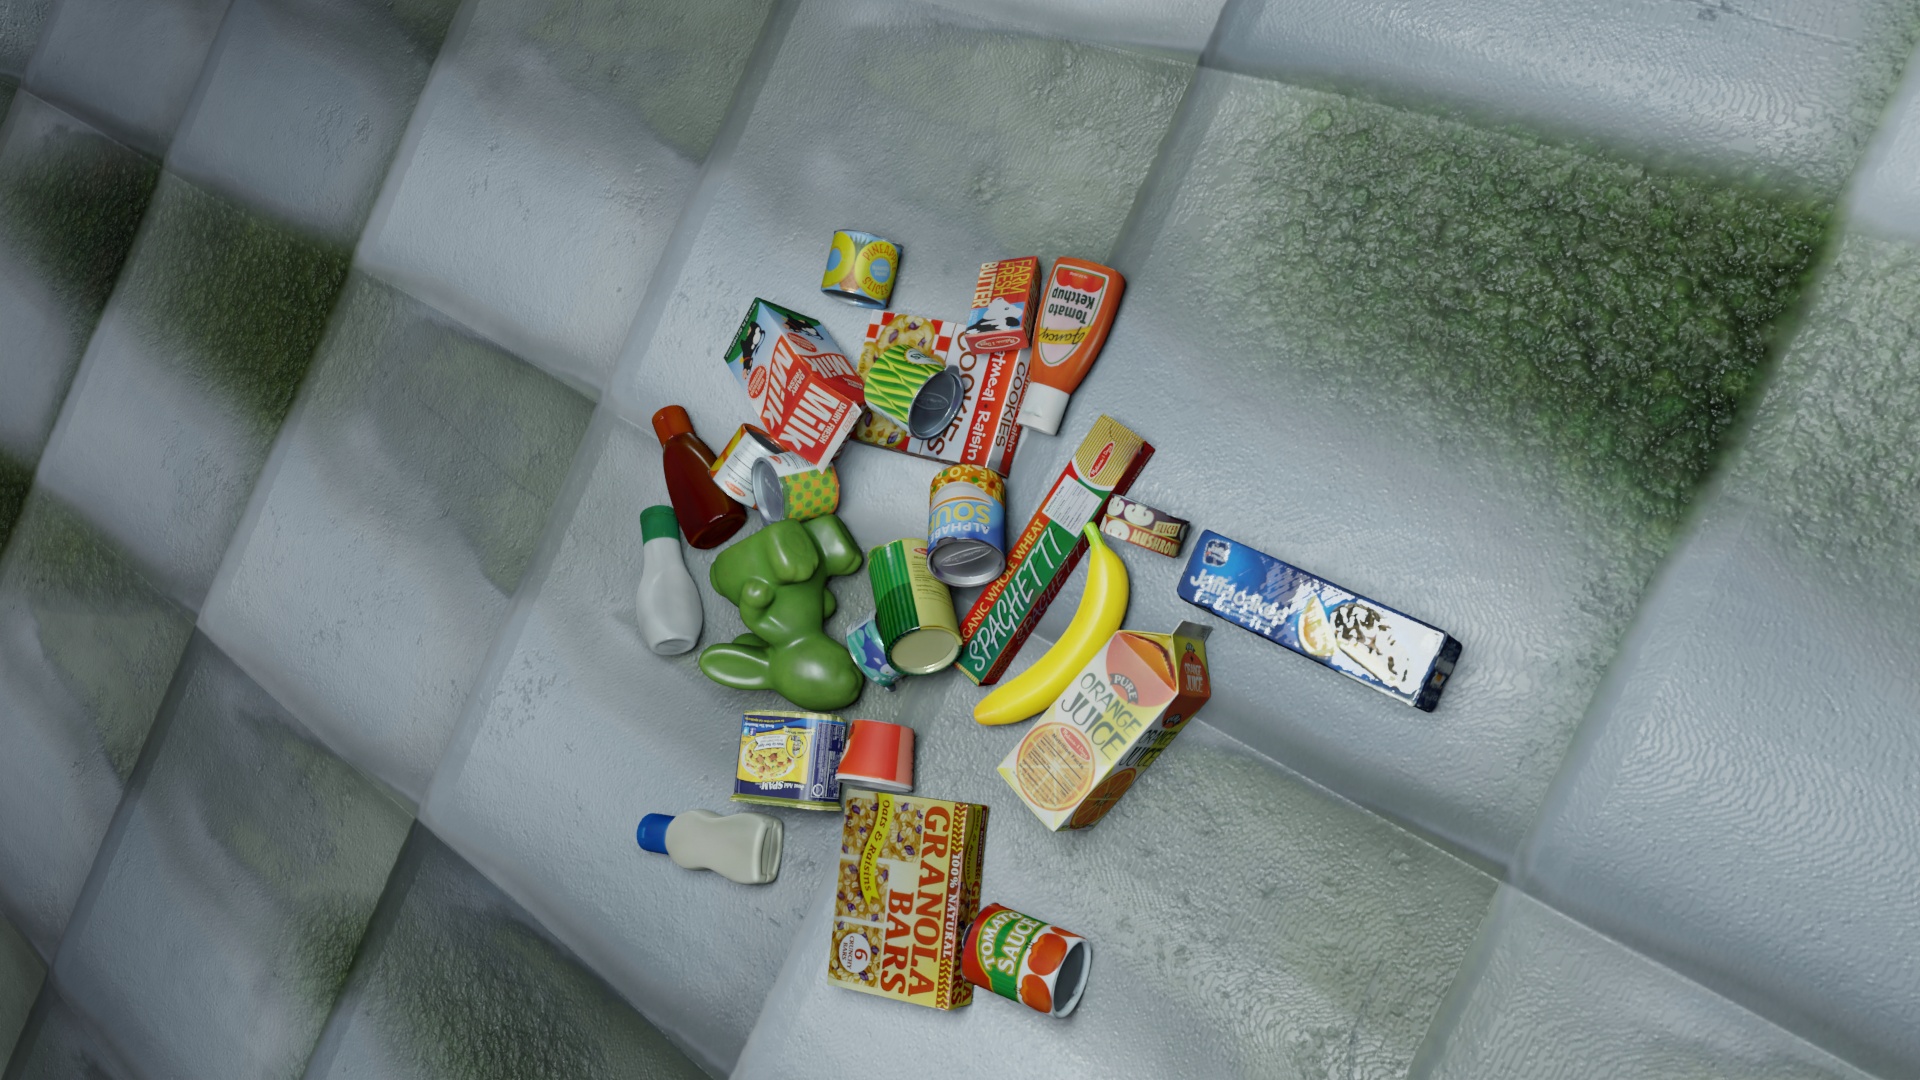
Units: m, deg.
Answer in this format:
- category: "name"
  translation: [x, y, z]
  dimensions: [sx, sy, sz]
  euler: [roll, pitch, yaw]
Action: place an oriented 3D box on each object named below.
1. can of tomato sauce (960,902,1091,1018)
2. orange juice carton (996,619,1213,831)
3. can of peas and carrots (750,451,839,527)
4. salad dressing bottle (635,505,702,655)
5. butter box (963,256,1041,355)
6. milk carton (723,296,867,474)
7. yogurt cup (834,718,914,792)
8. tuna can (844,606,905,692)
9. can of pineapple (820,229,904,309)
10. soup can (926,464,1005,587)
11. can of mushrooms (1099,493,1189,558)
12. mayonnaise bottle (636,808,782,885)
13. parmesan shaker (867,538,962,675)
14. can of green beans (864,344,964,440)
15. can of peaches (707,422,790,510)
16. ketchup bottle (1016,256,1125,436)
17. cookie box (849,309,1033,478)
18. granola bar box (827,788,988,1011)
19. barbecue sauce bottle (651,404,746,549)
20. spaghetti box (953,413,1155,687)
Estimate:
- category: "can of tomato sauce"
  translation: [0.052, 0.331, 1.097]
  dimensions: [0.083, 0.071, 0.071]
  euler: [13, 87, 31]
- category: "orange juice carton"
  translation: [0.125, 0.136, 1.093]
  dimensions: [0.192, 0.072, 0.073]
  euler: [-51, 61, 12]
- category: "can of peas and carrots"
  translation: [-0.152, -0.047, 1.274]
  dimensions: [0.071, 0.059, 0.070]
  euler: [32, 129, 50]
- category: "salad dressing bottle"
  translation: [-0.288, 0.037, 1.359]
  dimensions: [0.043, 0.064, 0.148]
  euler: [-35, 55, 38]
- category: "butter box"
  translation: [0.038, -0.205, 1.206]
  dimensions: [0.053, 0.024, 0.104]
  euler: [-4, 46, 18]
- category: "milk carton"
  translation: [-0.143, -0.139, 1.265]
  dimensions: [0.072, 0.073, 0.191]
  euler: [-57, 42, 21]
- category: "yogurt cup"
  translation: [-0.071, 0.186, 1.201]
  dimensions: [0.072, 0.072, 0.054]
  euler: [0, 73, 30]
- category: "tuna can"
  translation: [-0.066, 0.095, 1.215]
  dimensions: [0.032, 0.071, 0.071]
  euler: [-35, 65, 19]
- category: "can of pineapple"
  translation: [-0.092, -0.253, 1.297]
  dimensions: [0.071, 0.071, 0.058]
  euler: [12, 88, 31]
- category: "soup can"
  translation: [0.004, -0.015, 1.177]
  dimensions: [0.071, 0.071, 0.084]
  euler: [-21, 47, 25]
- category: "can of mushrooms"
  translation: [0.148, -0.011, 1.111]
  dimensions: [0.071, 0.071, 0.033]
  euler: [22, 93, 31]
- category: "mayonnaise bottle"
  translation: [-0.234, 0.279, 1.289]
  dimensions: [0.148, 0.041, 0.065]
  euler: [1, 79, 31]
- category: "parmesan shaker"
  translation: [-0.042, 0.056, 1.185]
  dimensions: [0.071, 0.071, 0.103]
  euler: [-35, 42, 20]
- category: "can of green beans"
  translation: [-0.040, -0.128, 1.196]
  dimensions: [0.058, 0.071, 0.071]
  euler: [34, 98, 32]
- category: "can of peaches"
  translation: [-0.197, -0.071, 1.324]
  dimensions: [0.071, 0.071, 0.058]
  euler: [43, 103, 29]
- category: "ketchup bottle"
  translation: [0.089, -0.165, 1.190]
  dimensions: [0.065, 0.043, 0.148]
  euler: [19, 91, 24]
- category: "cookie box"
  translation: [-0.019, -0.134, 1.248]
  dimensions: [0.167, 0.040, 0.123]
  euler: [15, 88, 32]
- category: "granola bar box"
  translation: [-0.044, 0.300, 1.177]
  dimensions: [0.124, 0.039, 0.165]
  euler: [1, 80, 31]
- category: "barbecue sauce bottle"
  translation: [-0.265, -0.067, 1.373]
  dimensions: [0.064, 0.043, 0.149]
  euler: [-37, 64, 20]
- category: "spaghetti box"
  translation: [0.073, 0.010, 1.173]
  dimensions: [0.050, 0.028, 0.249]
  euler: [38, 100, 29]
